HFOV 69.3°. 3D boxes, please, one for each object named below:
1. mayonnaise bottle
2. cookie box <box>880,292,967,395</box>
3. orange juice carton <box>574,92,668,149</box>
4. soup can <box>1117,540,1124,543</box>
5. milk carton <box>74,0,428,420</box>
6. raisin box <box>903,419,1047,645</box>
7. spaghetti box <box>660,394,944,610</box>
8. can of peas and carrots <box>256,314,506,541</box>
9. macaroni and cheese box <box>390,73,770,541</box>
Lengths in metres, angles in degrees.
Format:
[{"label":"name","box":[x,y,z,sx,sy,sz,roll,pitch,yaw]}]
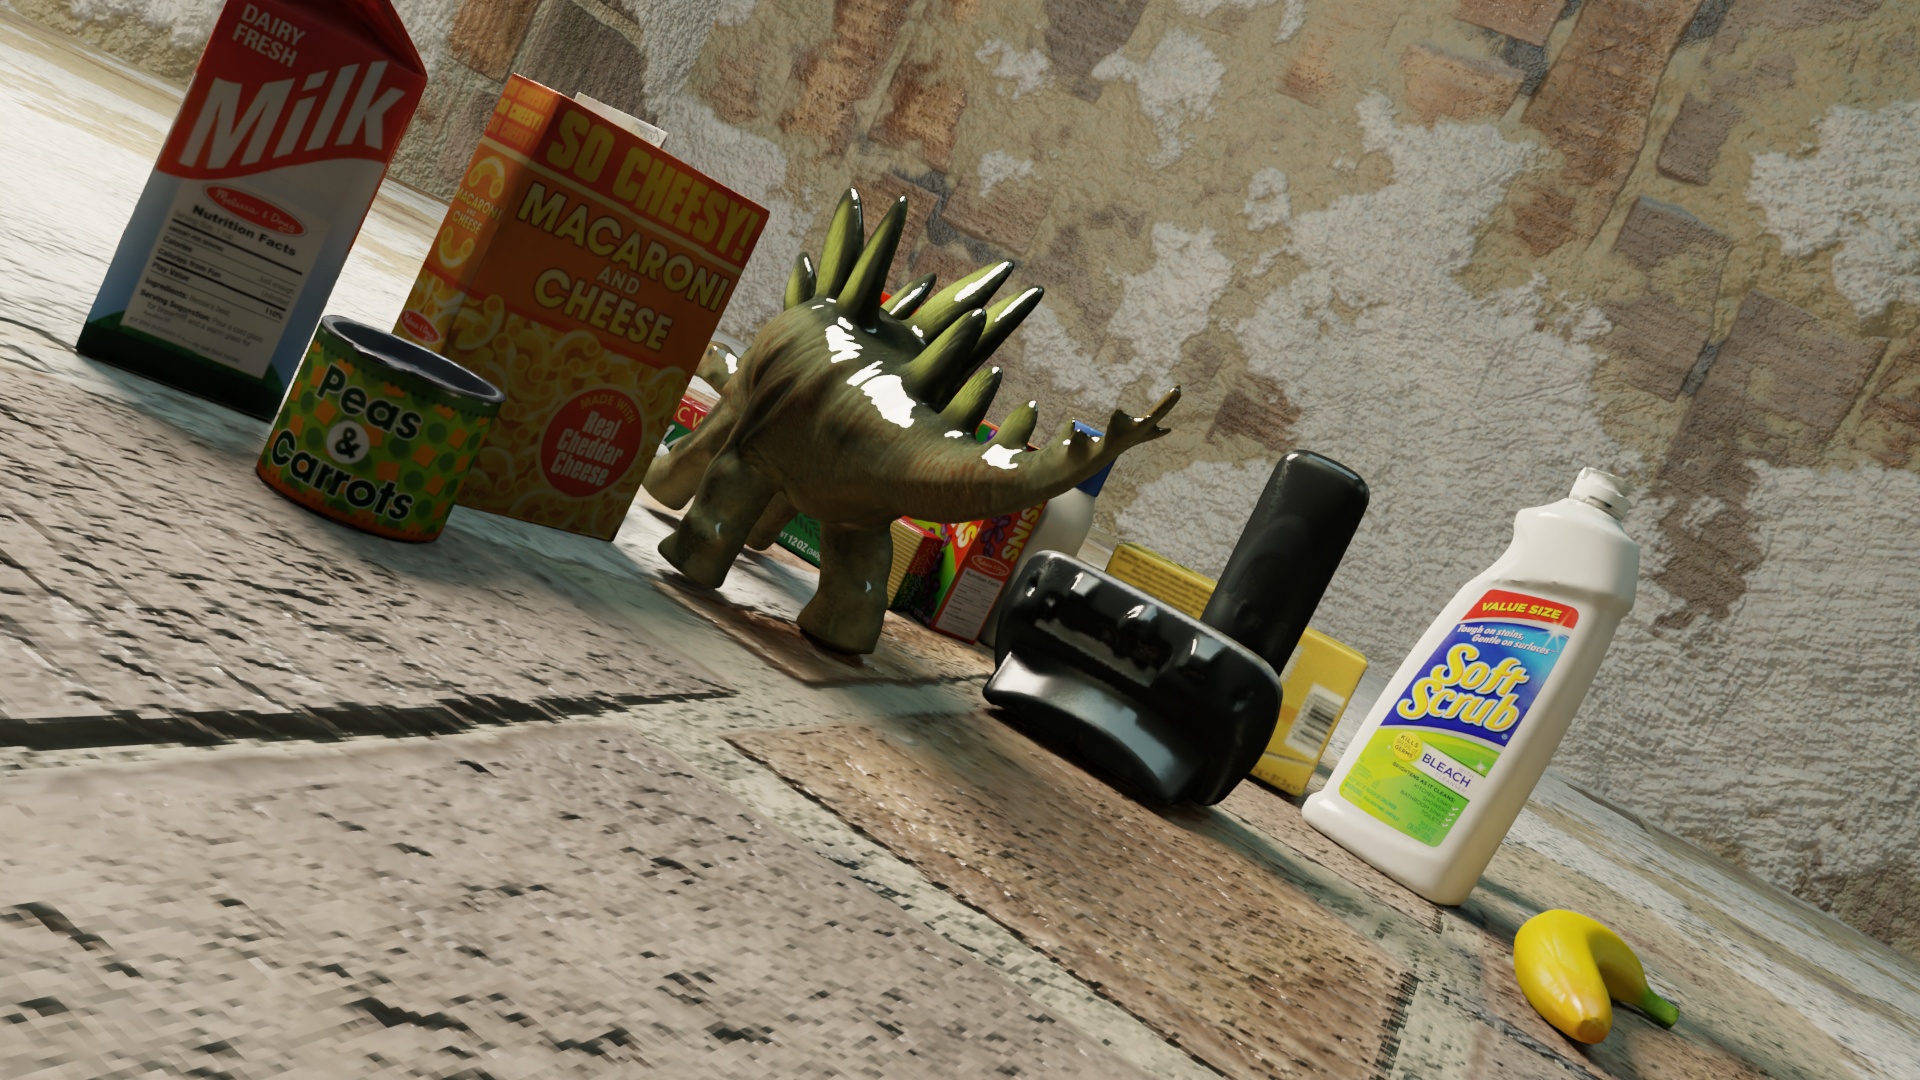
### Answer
[{"label":"mayonnaise bottle","box":[0.053,-0.002,0.871,0.041,0.148,0.065,25,5,-19]},{"label":"cookie box","box":[-0.070,-0.081,0.927,0.040,0.167,0.123,22,7,-46]},{"label":"orange juice carton","box":[-0.253,-0.181,0.870,0.072,0.192,0.073,28,5,15]},{"label":"soup can","box":[0.136,0.053,1.077,0.071,0.083,0.071,27,5,-3]},{"label":"milk carton","box":[-0.270,-0.152,0.549,0.073,0.190,0.072,24,6,-31]},{"label":"raisin box","box":[0.003,-0.011,0.847,0.040,0.123,0.086,23,6,-35]},{"label":"spaghetti box","box":[-0.125,-0.036,0.862,0.250,0.050,0.028,29,6,23]},{"label":"can of peas and carrots","box":[-0.205,-0.039,0.490,0.071,0.058,0.071,27,5,-3]},{"label":"macaroni and cheese box","box":[-0.167,-0.091,0.587,0.040,0.166,0.124,30,6,34]}]
